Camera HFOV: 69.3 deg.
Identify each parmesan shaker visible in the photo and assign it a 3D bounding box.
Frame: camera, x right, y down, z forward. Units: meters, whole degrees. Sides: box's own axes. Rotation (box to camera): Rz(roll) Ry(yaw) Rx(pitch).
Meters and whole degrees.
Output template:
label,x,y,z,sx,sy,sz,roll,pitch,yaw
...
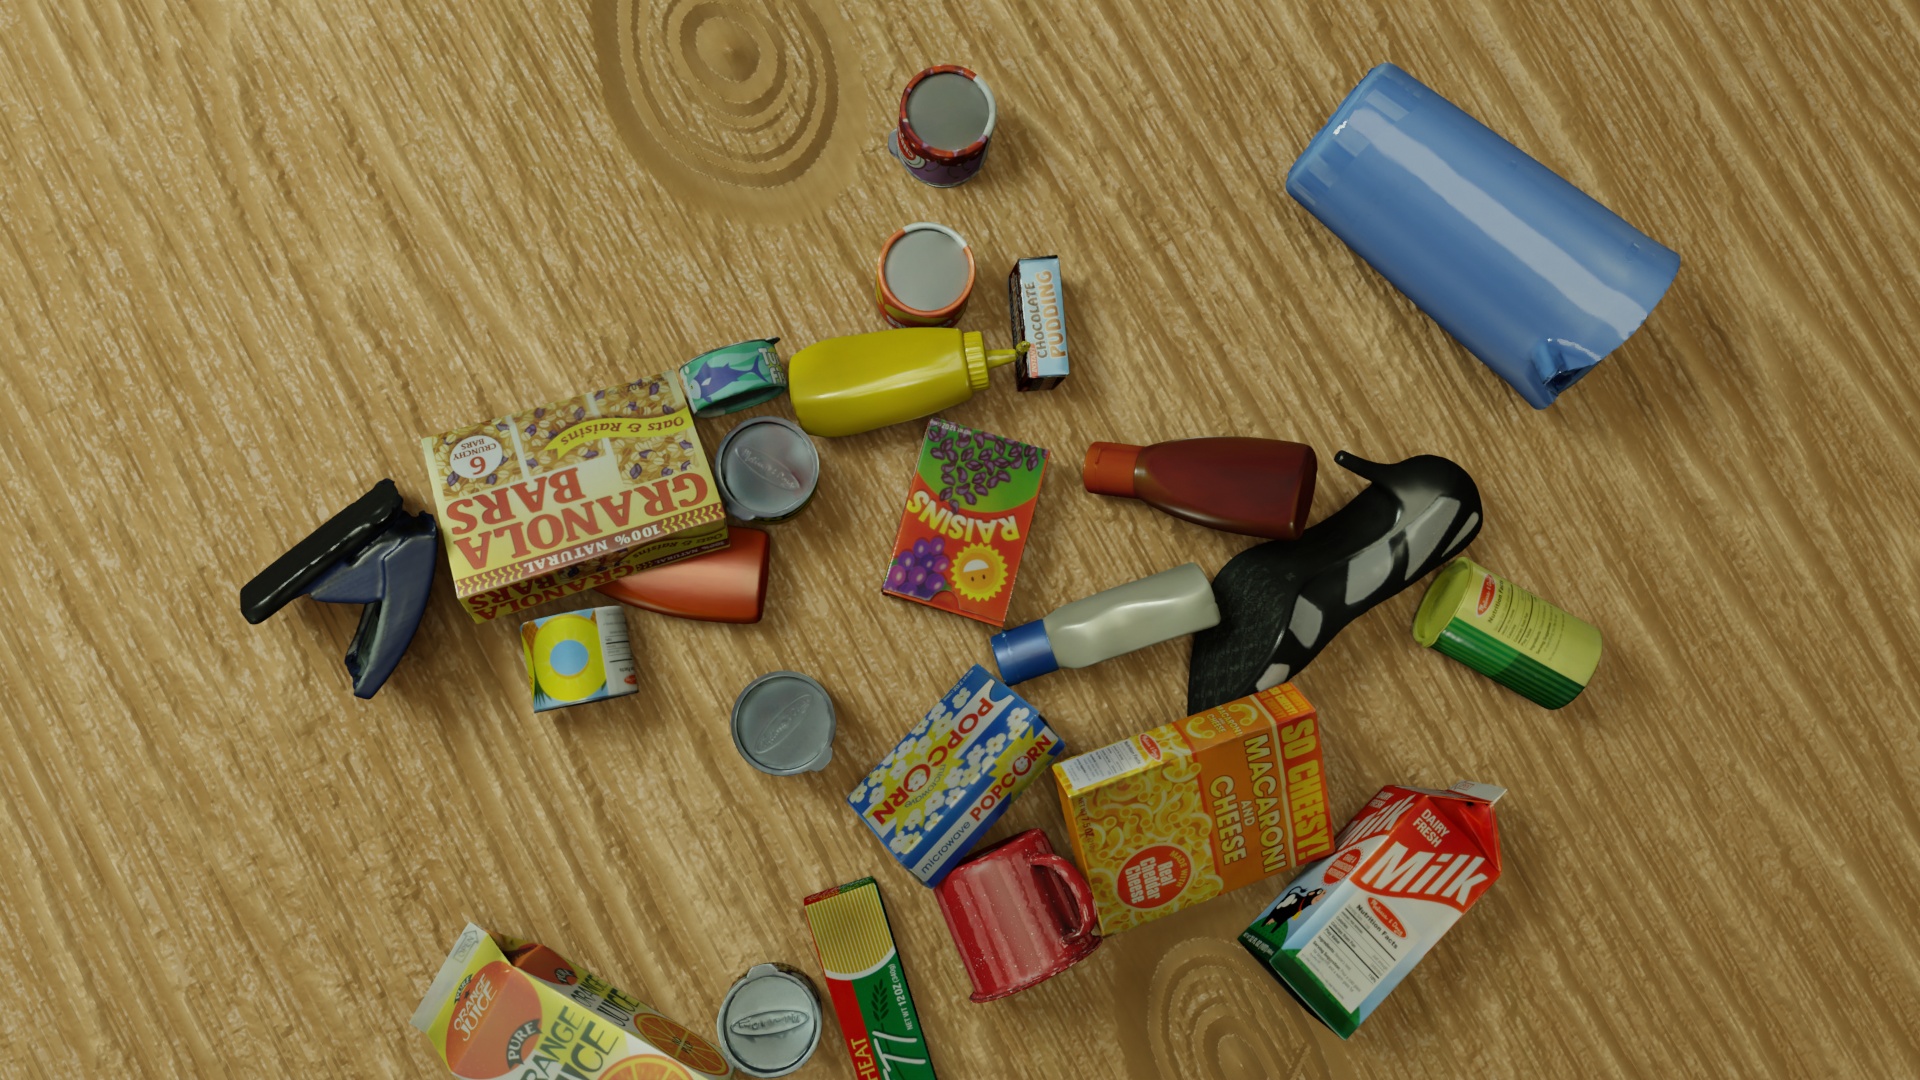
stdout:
label,x,y,z,sx,sy,sz,roll,pitch,yaw
parmesan shaker,0.371,0.066,0.945,0.103,0.071,0.071,28,83,-2

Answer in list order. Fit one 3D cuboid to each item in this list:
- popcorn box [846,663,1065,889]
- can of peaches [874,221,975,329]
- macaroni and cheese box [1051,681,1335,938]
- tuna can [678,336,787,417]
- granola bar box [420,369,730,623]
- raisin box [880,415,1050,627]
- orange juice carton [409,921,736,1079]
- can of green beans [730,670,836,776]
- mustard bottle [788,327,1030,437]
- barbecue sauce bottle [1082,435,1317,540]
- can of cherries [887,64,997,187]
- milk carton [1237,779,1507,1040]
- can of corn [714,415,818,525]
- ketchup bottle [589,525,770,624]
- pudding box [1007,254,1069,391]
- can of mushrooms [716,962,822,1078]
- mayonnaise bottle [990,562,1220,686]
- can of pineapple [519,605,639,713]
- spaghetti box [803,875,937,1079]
label,x,y,z,sx,sy,sz,roll,pitch,yaw
popcorn box,-0.004,0.149,0.892,0.127,0.085,0.038,-46,122,-8
can of peaches,-0.025,-0.173,0.940,0.071,0.058,0.071,1,84,-5
macaroni and cheese box,0.153,0.174,0.901,0.167,0.040,0.123,-18,118,-7
tuna can,-0.147,-0.107,0.917,0.071,0.071,0.033,-19,88,-7
granola bar box,-0.244,-0.030,0.886,0.166,0.039,0.124,-18,62,-13
raisin box,0.003,-0.012,0.935,0.086,0.040,0.123,16,84,-4
orange juice carton,-0.241,0.316,0.862,0.193,0.073,0.072,31,83,-1
can of green beans,-0.114,0.118,0.901,0.071,0.057,0.071,1,84,-5
mustard bottle,-0.032,-0.110,0.921,0.160,0.048,0.065,-9,51,4
barbecue sauce bottle,0.156,-0.040,0.918,0.148,0.043,0.065,9,69,26
can of cherries,-0.013,-0.283,0.952,0.071,0.058,0.071,1,84,-5
milk carton,0.282,0.228,0.919,0.191,0.072,0.073,-44,90,-7
can of corn,-0.128,-0.043,0.917,0.071,0.058,0.071,1,84,-5
ketchup bottle,-0.202,0.018,0.911,0.149,0.043,0.065,5,78,-4
pudding box,0.053,-0.147,0.948,0.030,0.049,0.083,-4,85,-7
can of mushrooms,-0.122,0.305,0.894,0.071,0.033,0.071,0,85,-4
mayonnaise bottle,0.095,0.057,0.925,0.148,0.065,0.041,-19,103,4
can of pineapple,-0.246,0.077,0.890,0.071,0.071,0.058,-11,85,-6
spaghetti box,-0.042,0.346,0.899,0.050,0.028,0.250,-17,86,-6
